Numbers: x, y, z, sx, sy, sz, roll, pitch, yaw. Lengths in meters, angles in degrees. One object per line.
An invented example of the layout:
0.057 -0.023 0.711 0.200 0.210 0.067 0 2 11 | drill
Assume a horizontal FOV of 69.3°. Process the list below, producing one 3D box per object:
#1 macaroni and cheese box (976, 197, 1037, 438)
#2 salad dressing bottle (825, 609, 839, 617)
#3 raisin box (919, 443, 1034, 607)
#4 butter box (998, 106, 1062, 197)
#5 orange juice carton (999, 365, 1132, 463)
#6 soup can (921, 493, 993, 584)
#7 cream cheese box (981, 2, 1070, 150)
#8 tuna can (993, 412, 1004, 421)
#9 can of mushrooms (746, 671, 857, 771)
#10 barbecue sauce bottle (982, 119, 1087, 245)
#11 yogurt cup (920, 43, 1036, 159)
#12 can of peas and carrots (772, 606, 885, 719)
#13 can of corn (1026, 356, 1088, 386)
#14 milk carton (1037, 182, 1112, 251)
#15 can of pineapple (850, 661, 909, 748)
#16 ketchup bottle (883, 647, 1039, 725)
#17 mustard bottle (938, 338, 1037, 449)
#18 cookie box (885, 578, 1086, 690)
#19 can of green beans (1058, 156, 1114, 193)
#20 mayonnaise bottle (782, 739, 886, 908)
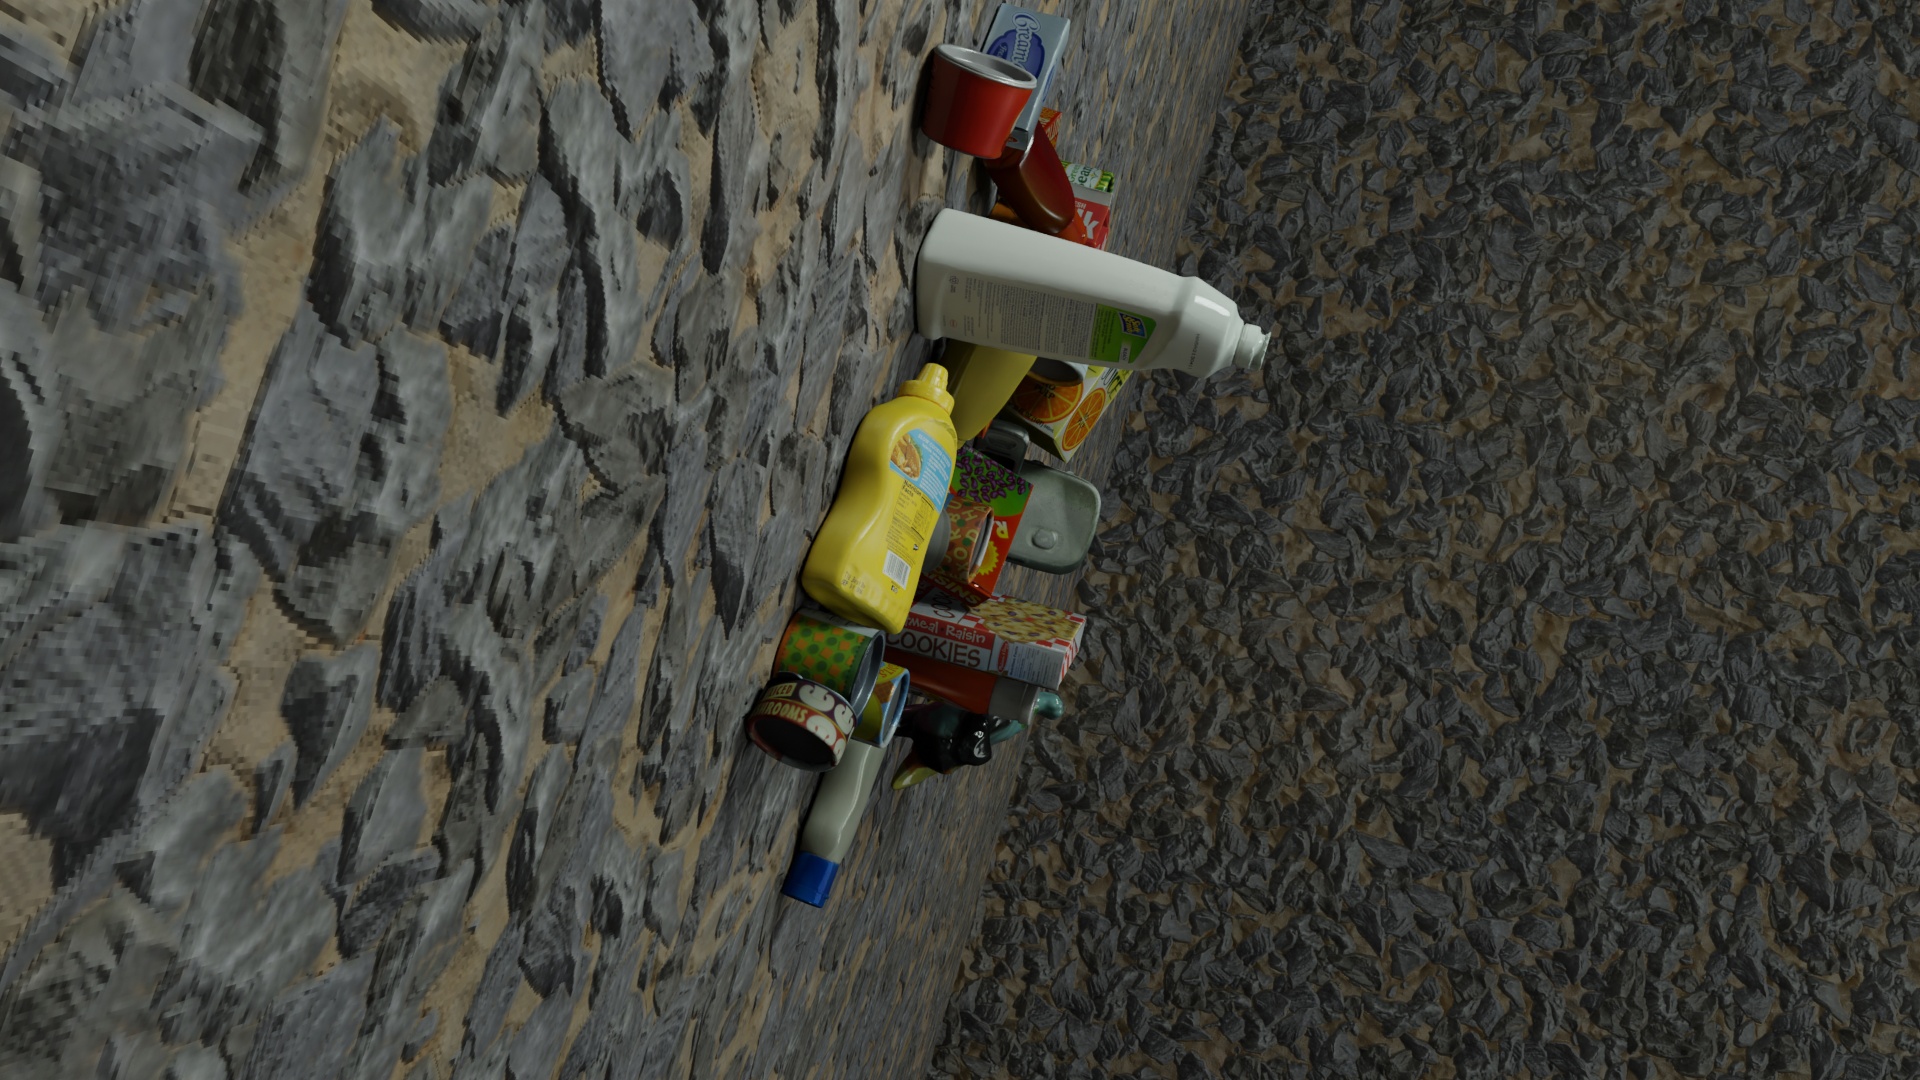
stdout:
0.026 -0.191 1.198 0.165 0.040 0.124 96 14 -45 | macaroni and cheese box
-0.072 0.045 1.026 0.064 0.044 0.148 55 52 -75 | salad dressing bottle
0.004 -0.015 1.216 0.040 0.086 0.124 -37 -154 55 | raisin box
0.061 -0.334 1.198 0.104 0.024 0.052 -60 164 -54 | butter box
0.121 -0.177 1.316 0.193 0.072 0.073 -54 160 -4 | orange juice carton
-0.024 -0.007 1.094 0.071 0.084 0.071 15 92 -80 | soup can
0.038 -0.331 0.988 0.024 0.053 0.104 86 23 -70 | cream cheese box
0.038 -0.135 1.376 0.071 0.033 0.071 14 92 -80 | tuna can
-0.105 0.119 0.906 0.070 0.071 0.034 94 17 -53 | can of mushrooms
0.063 -0.281 1.113 0.148 0.043 0.065 43 53 -59 | barbecue sauce bottle
0.008 -0.278 0.884 0.073 0.072 0.053 -54 167 -63 | yogurt cup
-0.090 0.086 0.949 0.071 0.059 0.071 15 92 -80 | can of peas and carrots
0.085 -0.177 1.241 0.071 0.071 0.058 75 32 -72 | can of corn
0.096 -0.261 1.380 0.074 0.072 0.189 -56 161 -61 | milk carton
-0.077 0.122 1.086 0.071 0.058 0.071 14 92 -80 | can of pineapple
-0.006 0.124 1.223 0.064 0.149 0.043 60 46 -77 | ketchup bottle
0.006 -0.123 1.120 0.159 0.065 0.049 -57 -145 26 | mustard bottle
0.018 0.078 1.227 0.123 0.167 0.040 -40 143 -72 | cookie box
0.120 -0.347 1.409 0.071 0.058 0.071 14 92 -80 | can of green beans
-0.106 0.231 1.164 0.064 0.041 0.148 78 31 -68 | mayonnaise bottle
